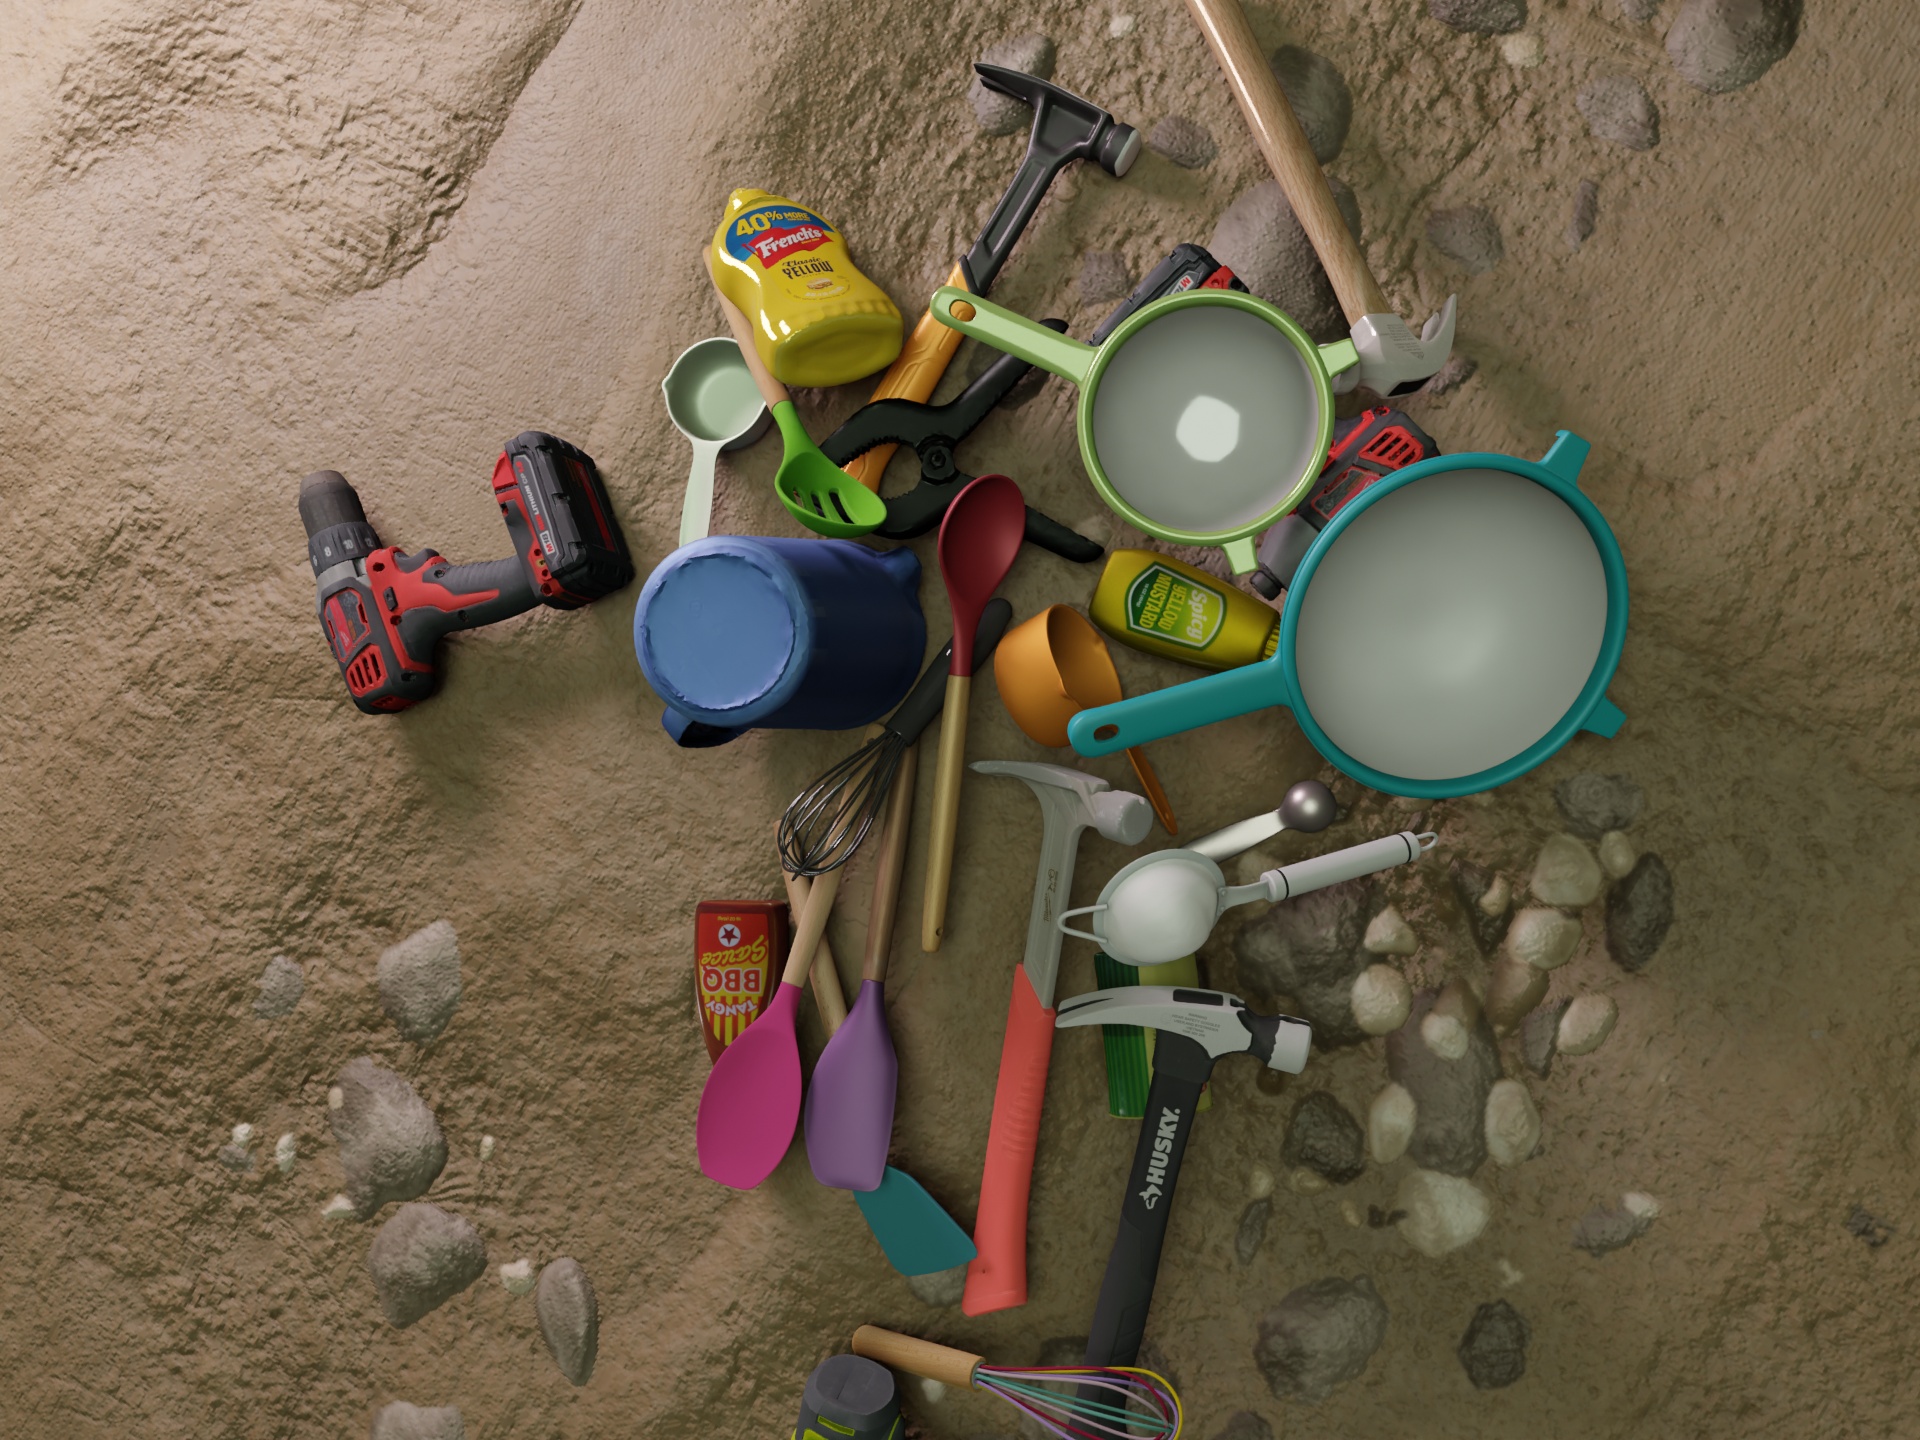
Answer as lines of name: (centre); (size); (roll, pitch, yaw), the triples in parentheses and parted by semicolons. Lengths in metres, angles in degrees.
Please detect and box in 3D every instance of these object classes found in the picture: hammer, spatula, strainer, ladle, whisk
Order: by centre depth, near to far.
strainer: (0.225, -0.047, 0.972); (0.340, 0.095, 0.211); (-16, 110, 1)
strainer: (0.102, -0.203, 0.973); (0.256, 0.069, 0.151); (26, 98, 9)
strainer: (0.186, 0.103, 0.973); (0.258, 0.050, 0.086); (-14, 123, -18)
hammer: (0.104, 0.318, 0.978); (0.146, 0.035, 0.334); (13, 105, 6)
whisk: (0.032, 0.411, 0.994); (0.245, 0.051, 0.047); (-1, 82, 37)
hammer: (0.037, 0.207, 1.031); (0.149, 0.036, 0.359); (15, 98, 50)
hammer: (0.223, -0.352, 1.033); (0.130, 0.031, 0.331); (-9, 69, -31)
ladle: (-0.002, -0.003, 1.041); (0.031, 0.069, 0.315); (11, 96, 50)
spatula: (-0.056, 0.147, 1.054); (0.060, 0.018, 0.316); (6, 76, 11)
whisk: (-0.041, 0.011, 1.061); (0.055, 0.055, 0.239); (36, 78, 13)
spatula: (-0.073, 0.216, 1.071); (0.082, 0.044, 0.318); (-32, 69, 42)
hammer: (-0.013, -0.286, 1.102); (0.127, 0.034, 0.337); (31, 92, 12)

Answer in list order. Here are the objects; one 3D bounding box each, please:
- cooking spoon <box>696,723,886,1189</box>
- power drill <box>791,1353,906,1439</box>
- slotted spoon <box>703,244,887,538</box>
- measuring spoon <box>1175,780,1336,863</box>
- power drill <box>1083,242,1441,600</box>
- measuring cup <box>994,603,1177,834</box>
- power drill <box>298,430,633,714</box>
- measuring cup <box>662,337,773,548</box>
cooking spoon: (-0.103, 0.152, 1.062); (0.069, 0.017, 0.319); (14, 77, 17)
power drill: (-0.009, 0.524, 1.003); (0.228, 0.080, 0.190); (16, 108, 14)
slotted spoon: (-0.125, -0.224, 1.067); (0.031, 0.070, 0.314); (-61, 42, 40)
measuring spoon: (0.186, 0.074, 1.036); (0.124, 0.018, 0.034); (-25, 81, 10)
power drill: (0.186, -0.189, 1.031); (0.220, 0.078, 0.143); (45, 96, 9)
measuring cup: (0.082, 0.010, 1.043); (0.052, 0.095, 0.173); (-24, 102, 28)
power drill: (-0.370, -0.128, 1.150); (0.226, 0.080, 0.188); (-24, 80, 13)
measuring cup: (-0.174, -0.185, 1.129); (0.083, 0.038, 0.167); (9, 89, 13)
